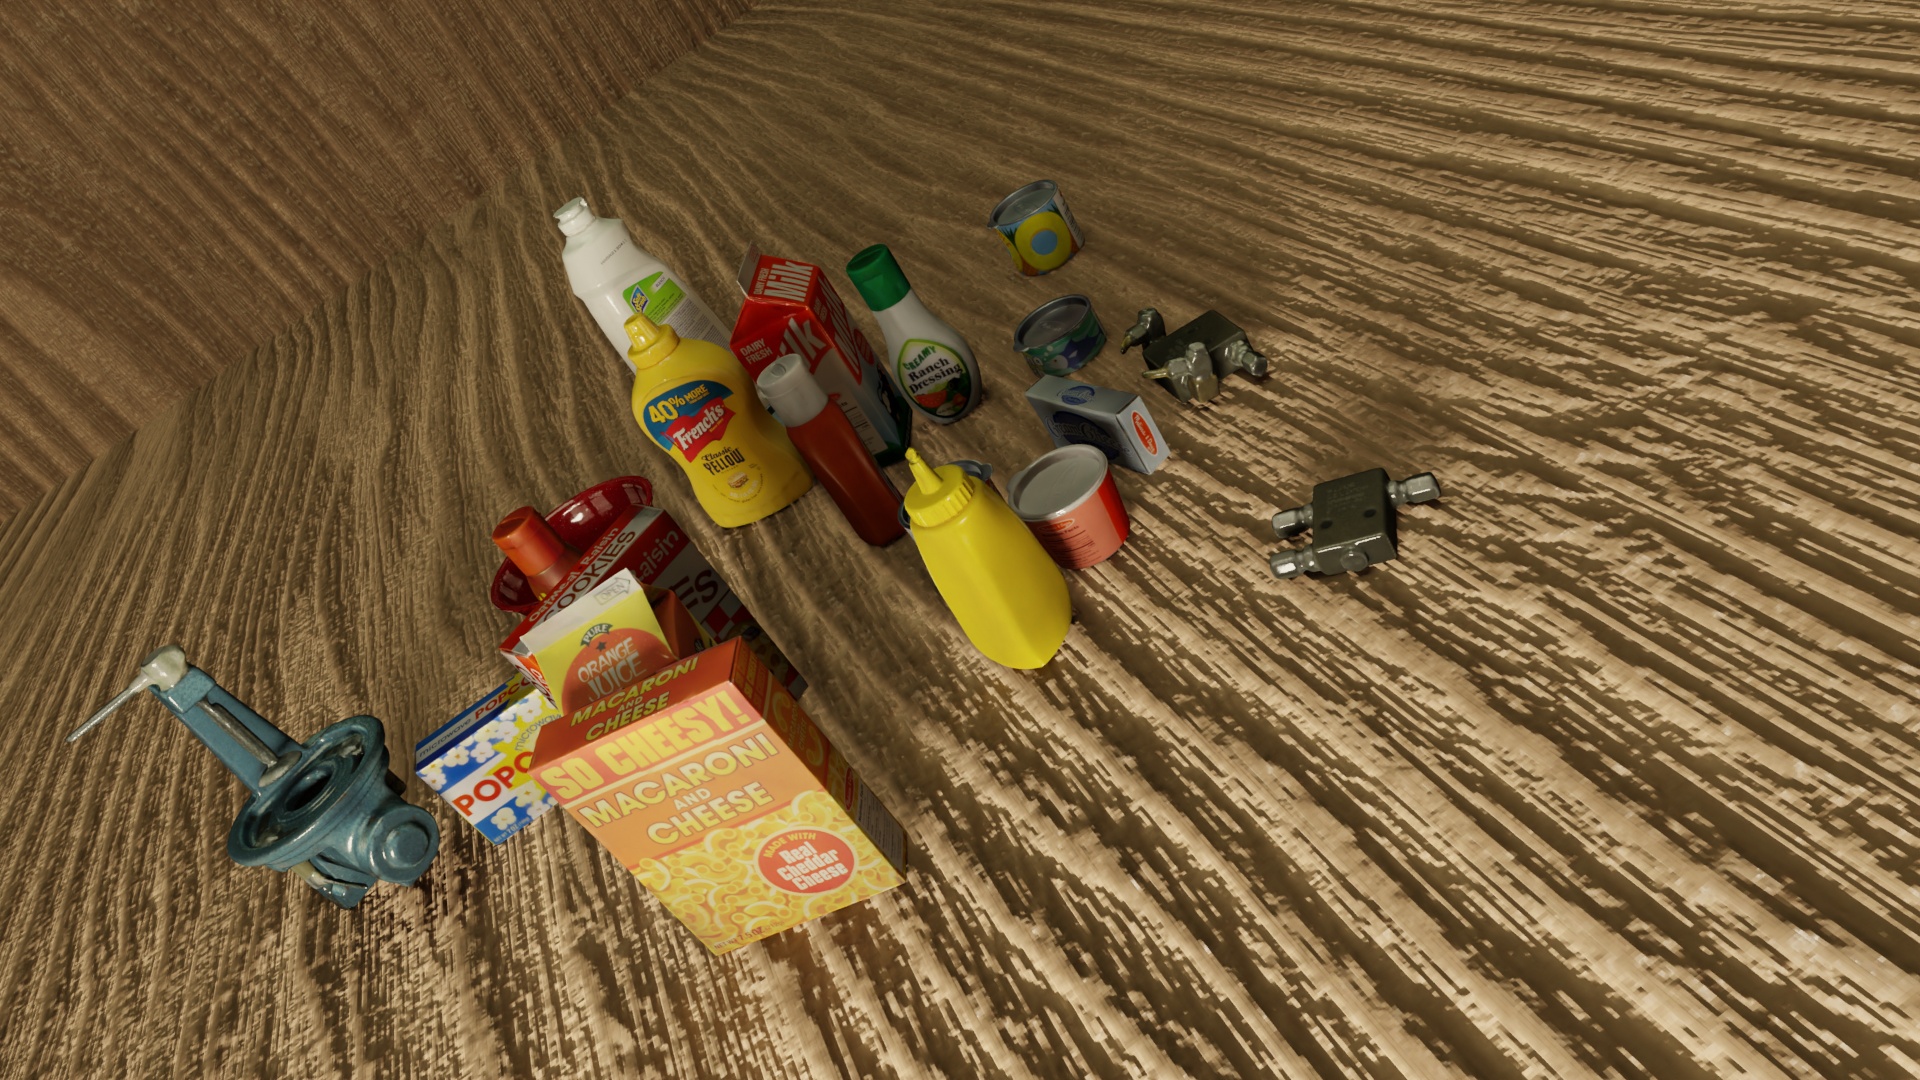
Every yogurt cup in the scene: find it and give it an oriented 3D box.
[{"bbox_3d":[0.071,-0.019,0.872,0.072,0.053,0.073,-24,33,16],"label":"yogurt cup"}]

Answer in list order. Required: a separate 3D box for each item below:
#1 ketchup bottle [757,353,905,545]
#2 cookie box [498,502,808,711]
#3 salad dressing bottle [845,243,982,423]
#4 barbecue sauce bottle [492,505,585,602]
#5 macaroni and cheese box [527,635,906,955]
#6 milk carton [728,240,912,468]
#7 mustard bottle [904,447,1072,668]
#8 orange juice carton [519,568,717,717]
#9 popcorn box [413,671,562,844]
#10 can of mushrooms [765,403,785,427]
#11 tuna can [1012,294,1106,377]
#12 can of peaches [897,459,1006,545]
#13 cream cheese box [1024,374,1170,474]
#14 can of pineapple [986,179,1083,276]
[{"bbox_3d":[-0.091,-0.065,0.991,0.043,0.148,0.065,-38,31,-6],"label":"ketchup bottle"},{"bbox_3d":[-0.185,0.079,0.862,0.040,0.167,0.123,4,47,45],"label":"cookie box"},{"bbox_3d":[-0.036,-0.159,1.071,0.064,0.147,0.044,-24,32,15],"label":"salad dressing bottle"},{"bbox_3d":[-0.283,0.039,1.024,0.065,0.148,0.044,-6,41,38],"label":"barbecue sauce bottle"},{"bbox_3d":[-0.122,0.138,0.727,0.123,0.166,0.040,-25,32,15],"label":"macaroni and cheese box"},{"bbox_3d":[-0.115,-0.140,1.076,0.073,0.190,0.073,-23,33,17],"label":"milk carton"},{"bbox_3d":[0.009,0.004,0.796,0.049,0.159,0.065,-4,42,40],"label":"mustard bottle"},{"bbox_3d":[-0.160,0.101,0.786,0.072,0.192,0.073,-32,31,4],"label":"orange juice carton"},{"bbox_3d":[-0.298,0.141,0.959,0.127,0.085,0.038,-35,31,-3],"label":"popcorn box"},{"bbox_3d":[-0.142,-0.099,1.195,0.071,0.033,0.071,-23,33,16],"label":"can of mushrooms"},{"bbox_3d":[0.076,-0.156,1.076,0.071,0.032,0.071,-23,33,16],"label":"tuna can"},{"bbox_3d":[0.003,-0.012,0.920,0.071,0.058,0.071,-24,33,16],"label":"can of peaches"},{"bbox_3d":[0.091,-0.079,0.937,0.024,0.053,0.104,-44,33,-16],"label":"cream cheese box"},{"bbox_3d":[0.066,-0.274,1.221,0.071,0.057,0.071,-24,33,16],"label":"can of pineapple"}]
